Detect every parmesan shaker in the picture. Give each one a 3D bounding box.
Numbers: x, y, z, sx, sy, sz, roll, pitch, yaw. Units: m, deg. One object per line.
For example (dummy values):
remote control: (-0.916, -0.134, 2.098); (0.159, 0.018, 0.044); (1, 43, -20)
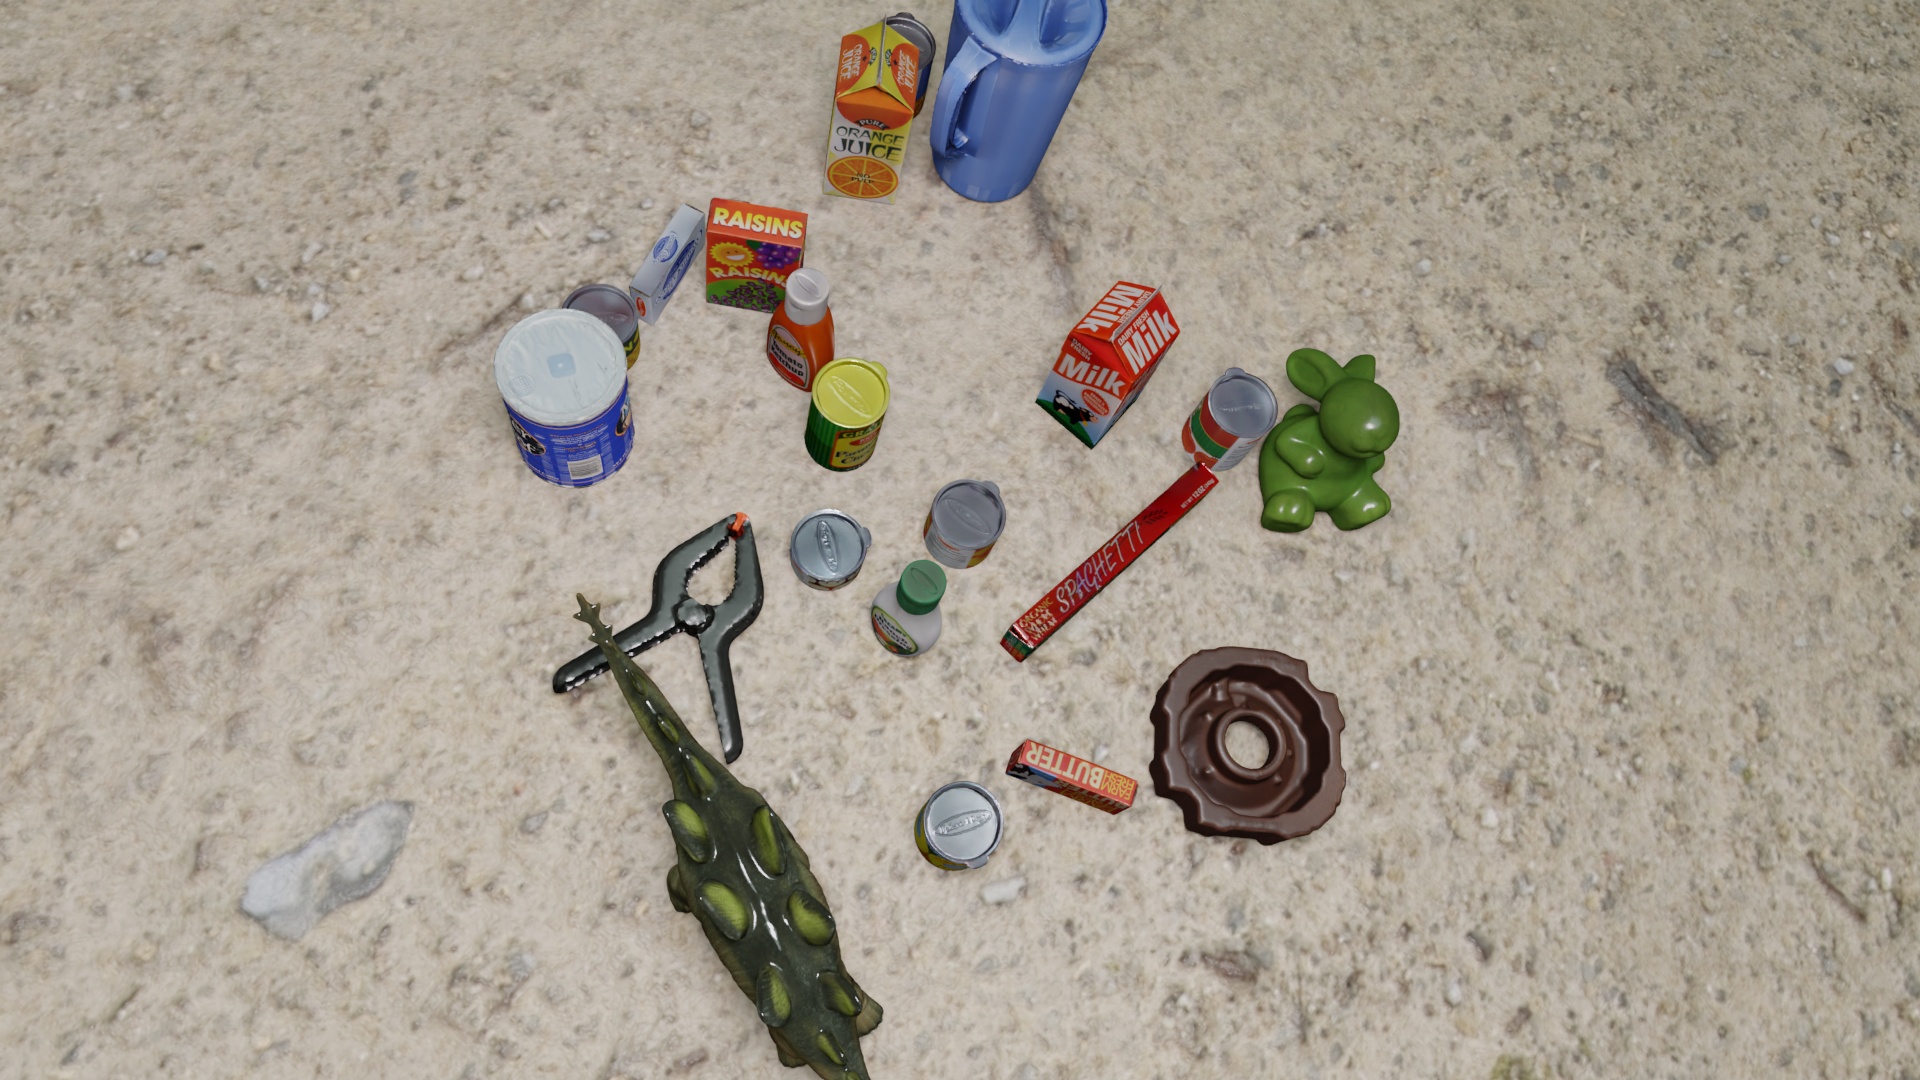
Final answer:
parmesan shaker: (-0.099, -0.110, 1.224); (0.071, 0.102, 0.071); (3, 70, -9)

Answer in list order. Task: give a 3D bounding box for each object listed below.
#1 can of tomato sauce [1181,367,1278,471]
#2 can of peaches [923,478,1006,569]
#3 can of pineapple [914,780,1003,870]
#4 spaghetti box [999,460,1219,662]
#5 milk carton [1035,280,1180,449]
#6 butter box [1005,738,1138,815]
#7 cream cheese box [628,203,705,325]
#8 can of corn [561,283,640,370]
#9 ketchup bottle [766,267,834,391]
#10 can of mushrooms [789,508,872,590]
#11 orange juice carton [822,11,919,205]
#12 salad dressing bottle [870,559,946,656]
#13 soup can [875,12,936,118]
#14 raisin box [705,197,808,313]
can of tomato sauce: (0.249, -0.111, 1.298); (0.071, 0.082, 0.071); (3, 70, -9)
can of peaches: (0.004, -0.015, 1.231); (0.071, 0.058, 0.071); (3, 69, -9)
can of pineapple: (-0.002, 0.236, 1.136); (0.071, 0.057, 0.071); (3, 69, -9)
spaghetti box: (0.135, 0.018, 1.247); (0.251, 0.050, 0.029); (-40, 81, -21)
milk carton: (0.133, -0.162, 1.238); (0.073, 0.189, 0.072); (41, 69, 6)
butter box: (0.094, 0.200, 1.170); (0.103, 0.053, 0.024); (21, 68, -2)
cream cheese box: (-0.268, -0.253, 1.273); (0.024, 0.053, 0.104); (26, 68, 0)
can of corn: (-0.319, -0.183, 1.235); (0.071, 0.058, 0.071); (3, 69, -9)
ketchup bottle: (-0.138, -0.188, 1.221); (0.065, 0.148, 0.044); (42, 69, 6)
can of mushrooms: (-0.114, 0.009, 1.214); (0.071, 0.033, 0.071); (3, 69, -9)
orange juice carton: (-0.082, -0.398, 1.286); (0.073, 0.192, 0.072); (7, 69, -8)
salad dressing bottle: (-0.040, 0.055, 1.149); (0.064, 0.147, 0.044); (44, 69, 7)
soup can: (-0.062, -0.466, 1.374); (0.071, 0.083, 0.071); (3, 70, -9)
raisin box: (-0.185, -0.254, 1.251); (0.086, 0.123, 0.040); (9, 69, -7)
